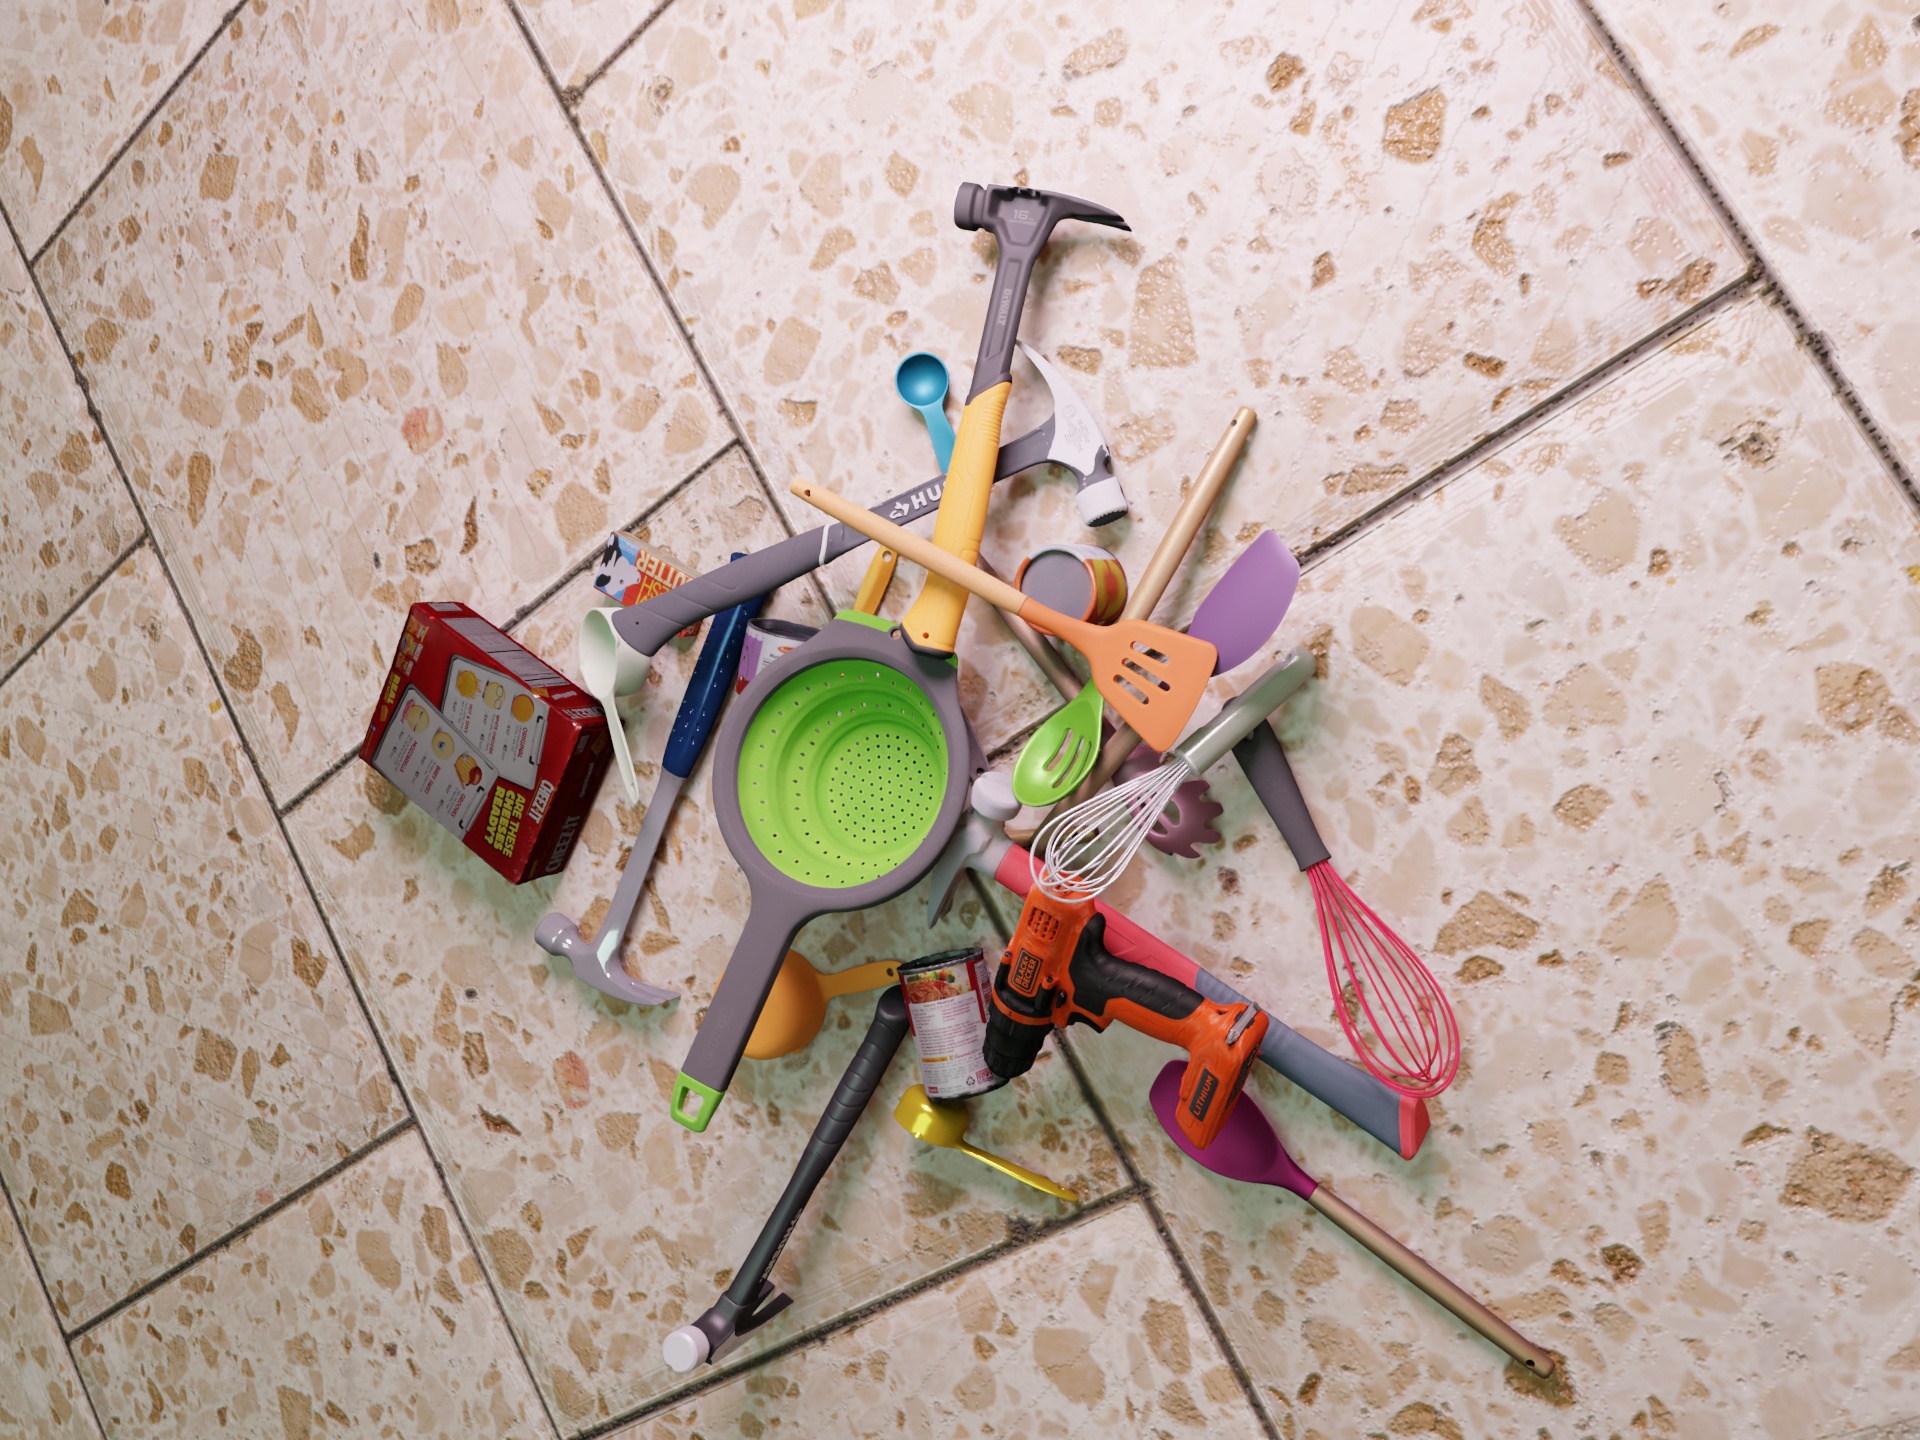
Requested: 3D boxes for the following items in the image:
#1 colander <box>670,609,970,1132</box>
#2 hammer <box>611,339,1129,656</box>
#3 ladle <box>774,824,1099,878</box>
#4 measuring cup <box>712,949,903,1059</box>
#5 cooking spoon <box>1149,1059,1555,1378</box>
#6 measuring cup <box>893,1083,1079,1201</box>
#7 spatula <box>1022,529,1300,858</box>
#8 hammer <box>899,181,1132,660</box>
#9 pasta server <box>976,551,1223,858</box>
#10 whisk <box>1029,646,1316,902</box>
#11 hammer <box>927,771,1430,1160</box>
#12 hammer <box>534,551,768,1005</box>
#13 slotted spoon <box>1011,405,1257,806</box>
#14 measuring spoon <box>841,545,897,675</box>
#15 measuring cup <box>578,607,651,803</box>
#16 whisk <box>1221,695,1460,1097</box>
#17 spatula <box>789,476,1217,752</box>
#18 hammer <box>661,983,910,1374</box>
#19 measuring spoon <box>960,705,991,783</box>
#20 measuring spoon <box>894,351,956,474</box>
[{"bbox_3d":[-0.109,0.119,1.195,0.205,0.094,0.397,23,87,22],"label":"colander"},{"bbox_3d":[-0.086,-0.144,1.191,0.409,0.036,0.149,-22,82,16],"label":"hammer"},{"bbox_3d":[-0.039,0.104,1.238,0.315,0.031,0.069,-9,89,26],"label":"ladle"},{"bbox_3d":[-0.125,0.221,1.276,0.173,0.052,0.095,-18,86,30],"label":"measuring cup"},{"bbox_3d":[0.266,0.344,1.103,0.319,0.017,0.068,35,110,21],"label":"cooking spoon"},{"bbox_3d":[0.024,0.322,1.217,0.156,0.062,0.029,23,95,13],"label":"measuring cup"},{"bbox_3d":[0.129,-0.002,1.089,0.315,0.018,0.060,-52,49,34],"label":"spatula"},{"bbox_3d":[0.022,-0.207,1.122,0.127,0.034,0.337,14,93,19],"label":"hammer"},{"bbox_3d":[0.079,-0.029,1.164,0.060,0.040,0.316,-44,71,24],"label":"pasta server"},{"bbox_3d":[0.146,0.033,1.068,0.246,0.058,0.059,-40,96,-8],"label":"whisk"},{"bbox_3d":[0.148,0.193,1.126,0.386,0.038,0.143,33,127,15],"label":"hammer"},{"bbox_3d":[-0.238,0.054,1.330,0.144,0.035,0.405,31,108,22],"label":"hammer"},{"bbox_3d":[0.125,-0.076,1.107,0.070,0.031,0.314,37,101,52],"label":"slotted spoon"},{"bbox_3d":[-0.073,-0.089,1.247,0.021,0.011,0.117,28,103,22],"label":"measuring spoon"},{"bbox_3d":[-0.275,-0.014,1.319,0.083,0.038,0.168,-26,77,52],"label":"measuring cup"},{"bbox_3d":[0.250,0.114,1.072,0.073,0.073,0.296,-33,73,26],"label":"whisk"},{"bbox_3d":[0.020,-0.089,1.084,0.322,0.041,0.081,29,105,9],"label":"spatula"},{"bbox_3d":[-0.117,0.358,1.263,0.035,0.146,0.335,31,97,21],"label":"hammer"},{"bbox_3d":[-0.002,-0.004,1.217,0.034,0.018,0.124,-24,90,27],"label":"measuring spoon"},{"bbox_3d":[-0.012,-0.215,1.201,0.042,0.021,0.128,-19,95,14],"label":"measuring spoon"}]
